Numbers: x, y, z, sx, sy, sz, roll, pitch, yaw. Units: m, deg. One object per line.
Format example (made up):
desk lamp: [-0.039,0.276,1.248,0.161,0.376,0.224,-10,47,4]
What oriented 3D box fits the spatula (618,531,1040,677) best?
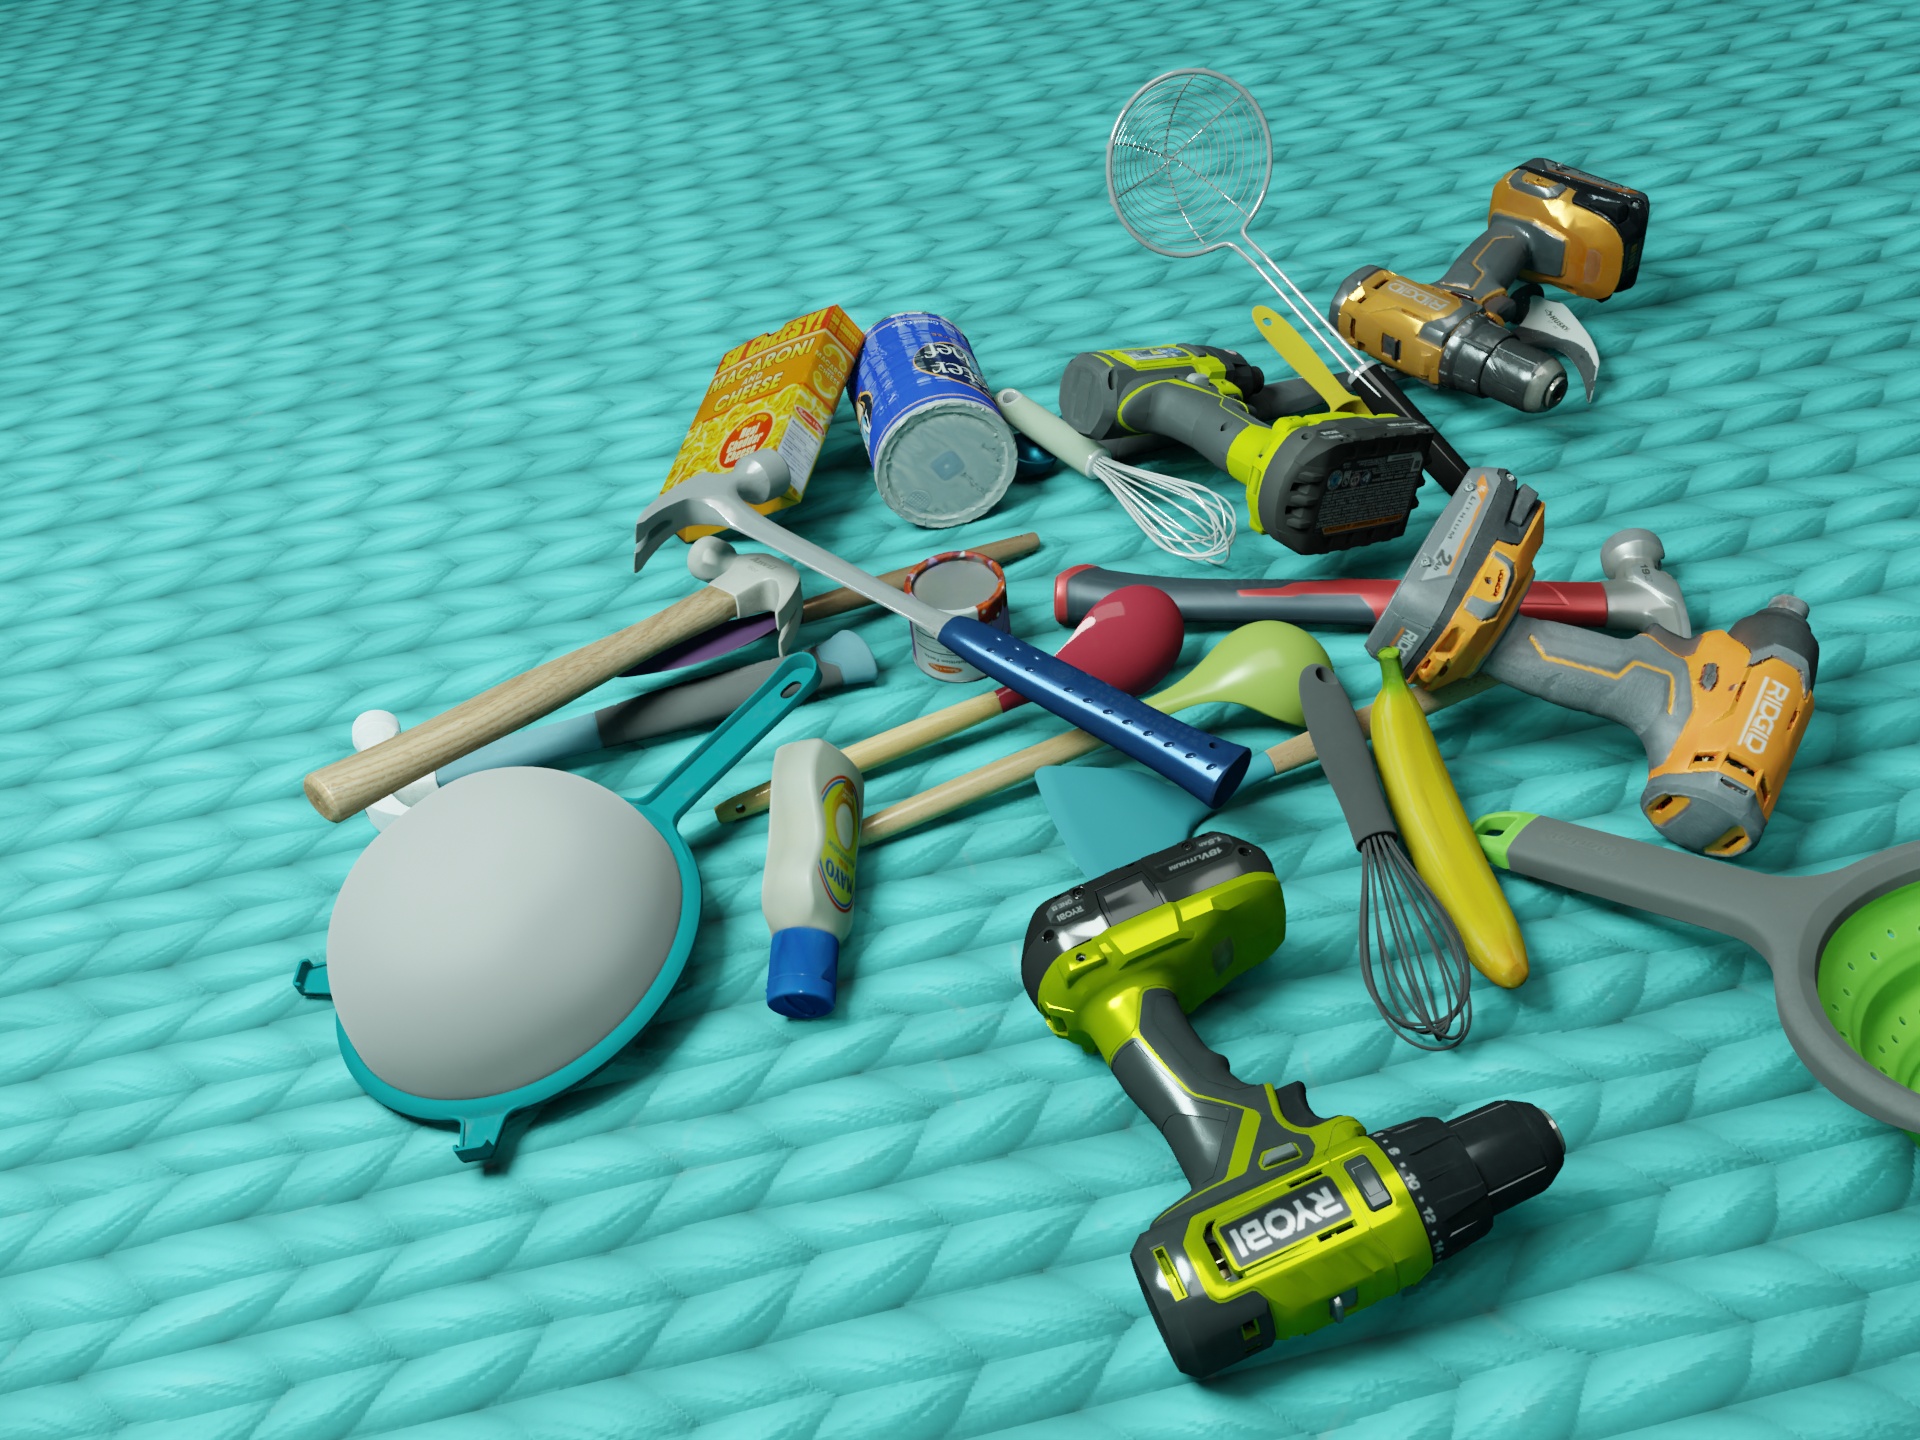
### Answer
spatula: [-0.083,-0.078,1.057,0.316,0.018,0.060,-20,26,-23]

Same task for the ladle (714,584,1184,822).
ladle: [-0.002,-0.003,0.970,0.315,0.069,0.031,-22,18,-8]

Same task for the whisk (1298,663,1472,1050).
whisk: [0.216,0.063,0.838,0.055,0.055,0.239,-9,52,-1]

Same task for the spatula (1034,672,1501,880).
spatula: [0.202,0.011,0.910,0.317,0.044,0.082,-22,56,-6]

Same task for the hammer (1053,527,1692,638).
hammer: [0.251,-0.065,1.006,0.386,0.038,0.143,1,45,9]

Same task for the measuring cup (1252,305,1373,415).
measuring cup: [0.261,-0.239,1.157,0.062,0.029,0.157,-32,73,-13]

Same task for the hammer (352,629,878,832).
hammer: [-0.215,0.001,1.005,0.331,0.033,0.128,-16,42,-9]

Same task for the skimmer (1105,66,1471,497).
skimmer: [0.242,-0.296,1.110,0.127,0.090,0.363,-38,77,2]

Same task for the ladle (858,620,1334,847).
ladle: [0.075,0.019,0.946,0.320,0.062,0.078,-23,48,-6]

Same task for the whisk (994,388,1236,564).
whisk: [0.104,-0.178,1.129,0.058,0.059,0.247,-38,52,-14]

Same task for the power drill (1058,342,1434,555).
power drill: [0.198,-0.197,1.071,0.171,0.080,0.223,-13,37,-34]

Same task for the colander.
colander: [0.418,0.127,0.751,0.204,0.094,0.397,-37,32,-27]

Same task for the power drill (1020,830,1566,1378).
power drill: [0.142,0.163,0.737,0.190,0.080,0.229,-23,46,-6]

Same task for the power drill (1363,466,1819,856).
power drill: [0.361,-0.046,0.885,0.226,0.084,0.164,31,66,10]

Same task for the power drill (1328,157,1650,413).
power drill: [0.414,-0.316,1.176,0.226,0.084,0.186,-36,51,-20]

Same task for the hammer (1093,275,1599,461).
hammer: [0.286,-0.251,1.206,0.409,0.036,0.149,-15,44,-8]

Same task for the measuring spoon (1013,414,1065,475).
measuring spoon: [0.077,-0.216,1.216,0.042,0.021,0.128,30,44,22]

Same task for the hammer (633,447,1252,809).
hammer: [-0.018,-0.055,0.938,0.406,0.035,0.144,29,40,24]

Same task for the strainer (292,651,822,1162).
strainer: [-0.208,0.054,0.861,0.211,0.095,0.340,28,63,37]

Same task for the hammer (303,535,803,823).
hammer: [-0.228,-0.026,0.947,0.130,0.031,0.331,23,42,38]
